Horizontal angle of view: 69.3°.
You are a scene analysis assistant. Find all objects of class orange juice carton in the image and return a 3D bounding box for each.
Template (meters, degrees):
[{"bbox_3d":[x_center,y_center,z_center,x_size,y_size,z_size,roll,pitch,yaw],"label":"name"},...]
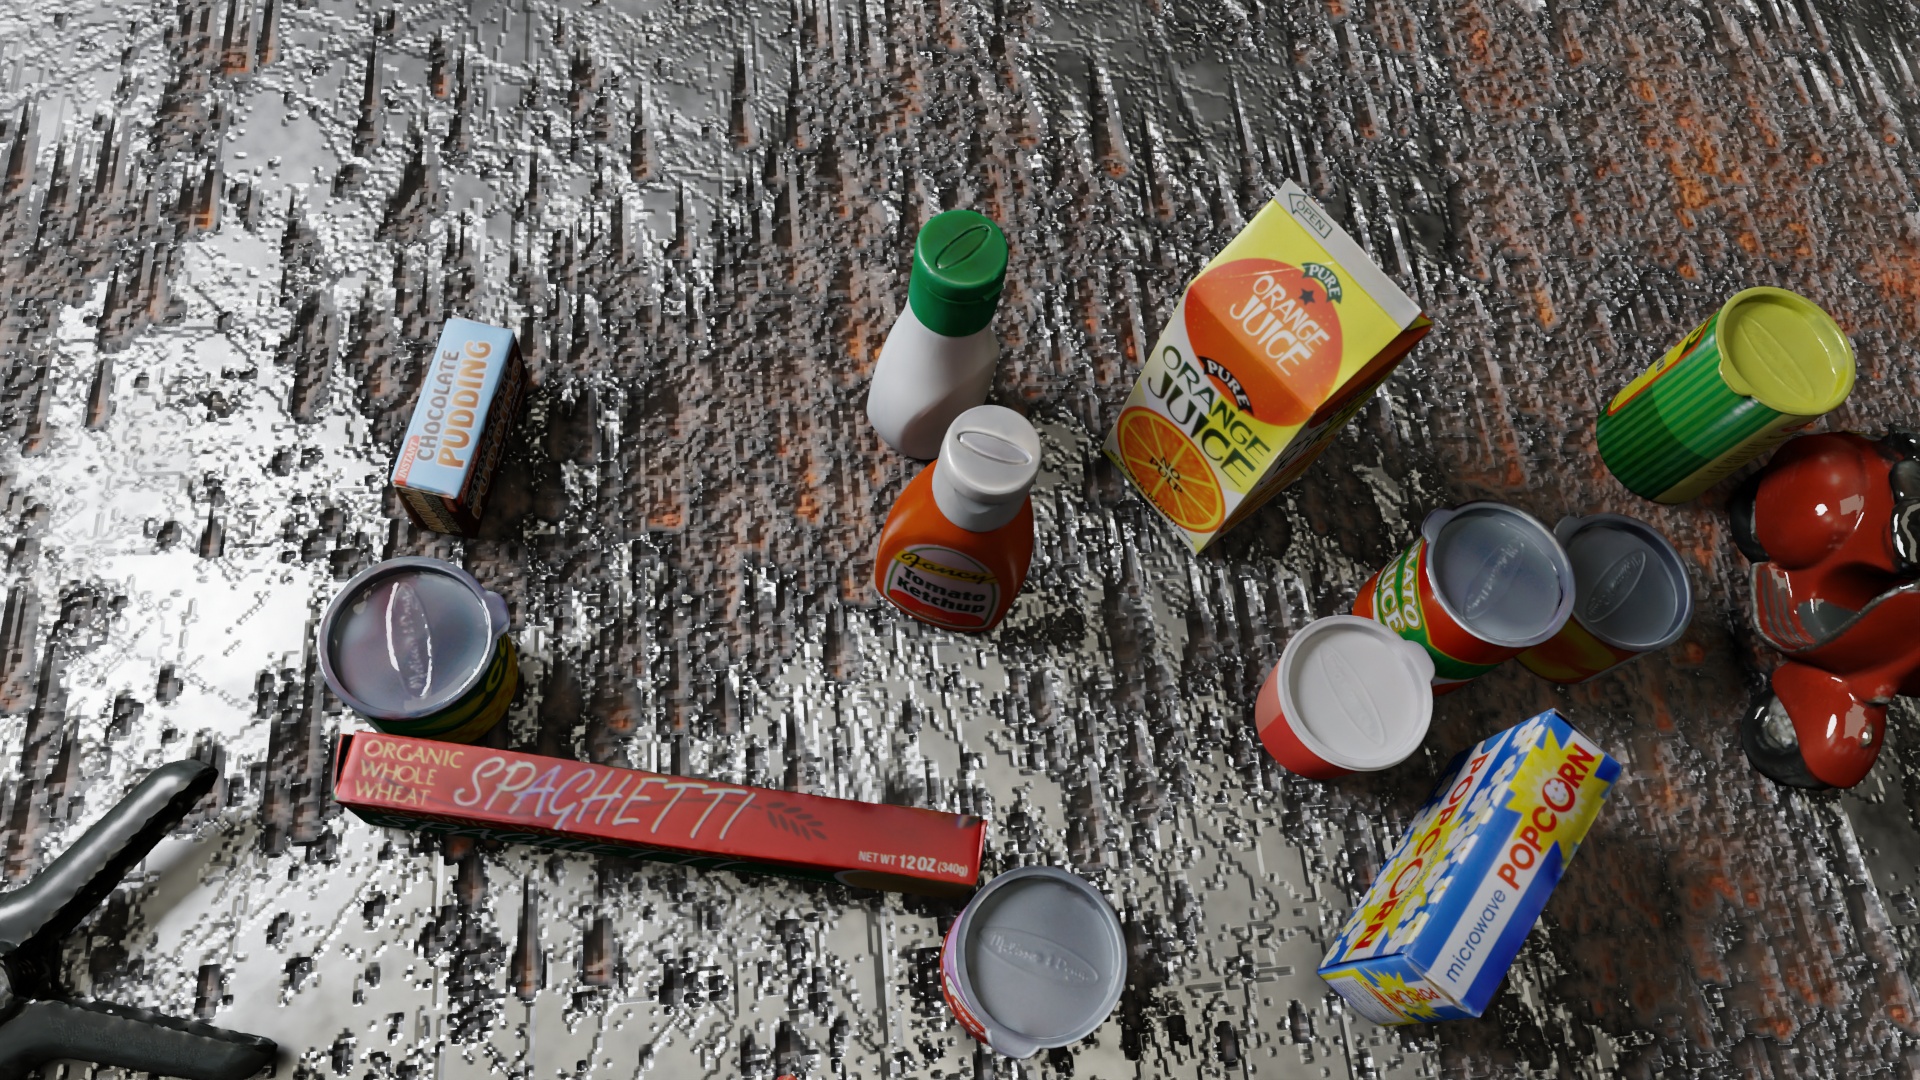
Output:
[{"bbox_3d":[0.129,-0.072,0.588,0.073,0.192,0.072,-36,77,-20],"label":"orange juice carton"}]

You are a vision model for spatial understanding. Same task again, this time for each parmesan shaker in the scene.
[{"bbox_3d":[0.362,-0.066,0.669,0.071,0.102,0.071,3,68,-7],"label":"parmesan shaker"}]

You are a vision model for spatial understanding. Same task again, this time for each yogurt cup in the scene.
[{"bbox_3d":[0.164,0.072,0.609,0.072,0.053,0.072,3,68,-7],"label":"yogurt cup"}]

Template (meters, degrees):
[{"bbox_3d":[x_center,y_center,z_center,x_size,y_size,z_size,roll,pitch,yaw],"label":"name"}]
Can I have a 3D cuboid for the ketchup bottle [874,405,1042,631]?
[{"bbox_3d":[0.002,-0.007,0.566,0.065,0.148,0.044,19,67,-1],"label":"ketchup bottle"}]

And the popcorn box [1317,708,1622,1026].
[{"bbox_3d":[0.208,0.137,0.572,0.038,0.085,0.127,38,68,8],"label":"popcorn box"}]

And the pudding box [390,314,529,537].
[{"bbox_3d":[-0.216,-0.049,0.604,0.030,0.049,0.084,12,67,-4],"label":"pudding box"}]

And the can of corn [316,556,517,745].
[{"bbox_3d":[-0.214,0.047,0.560,0.071,0.058,0.071,3,68,-7],"label":"can of corn"}]

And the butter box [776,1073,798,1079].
[{"bbox_3d":[-0.038,0.242,0.509,0.024,0.053,0.103,-41,79,-21],"label":"butter box"}]

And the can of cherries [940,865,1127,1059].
[{"bbox_3d":[0.025,0.168,0.546,0.071,0.058,0.072,3,68,-7],"label":"can of cherries"}]

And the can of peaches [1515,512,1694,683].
[{"bbox_3d":[0.290,0.026,0.645,0.071,0.057,0.071,3,68,-7],"label":"can of peaches"}]

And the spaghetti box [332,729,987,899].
[{"bbox_3d":[-0.117,0.111,0.553,0.250,0.050,0.029,9,67,-5],"label":"spaghetti box"}]

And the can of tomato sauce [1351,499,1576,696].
[{"bbox_3d":[0.220,0.027,0.620,0.071,0.082,0.071,3,68,-7],"label":"can of tomato sauce"}]

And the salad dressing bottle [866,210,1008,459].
[{"bbox_3d":[-0.008,-0.085,0.597,0.064,0.147,0.044,-41,79,-21],"label":"salad dressing bottle"}]
